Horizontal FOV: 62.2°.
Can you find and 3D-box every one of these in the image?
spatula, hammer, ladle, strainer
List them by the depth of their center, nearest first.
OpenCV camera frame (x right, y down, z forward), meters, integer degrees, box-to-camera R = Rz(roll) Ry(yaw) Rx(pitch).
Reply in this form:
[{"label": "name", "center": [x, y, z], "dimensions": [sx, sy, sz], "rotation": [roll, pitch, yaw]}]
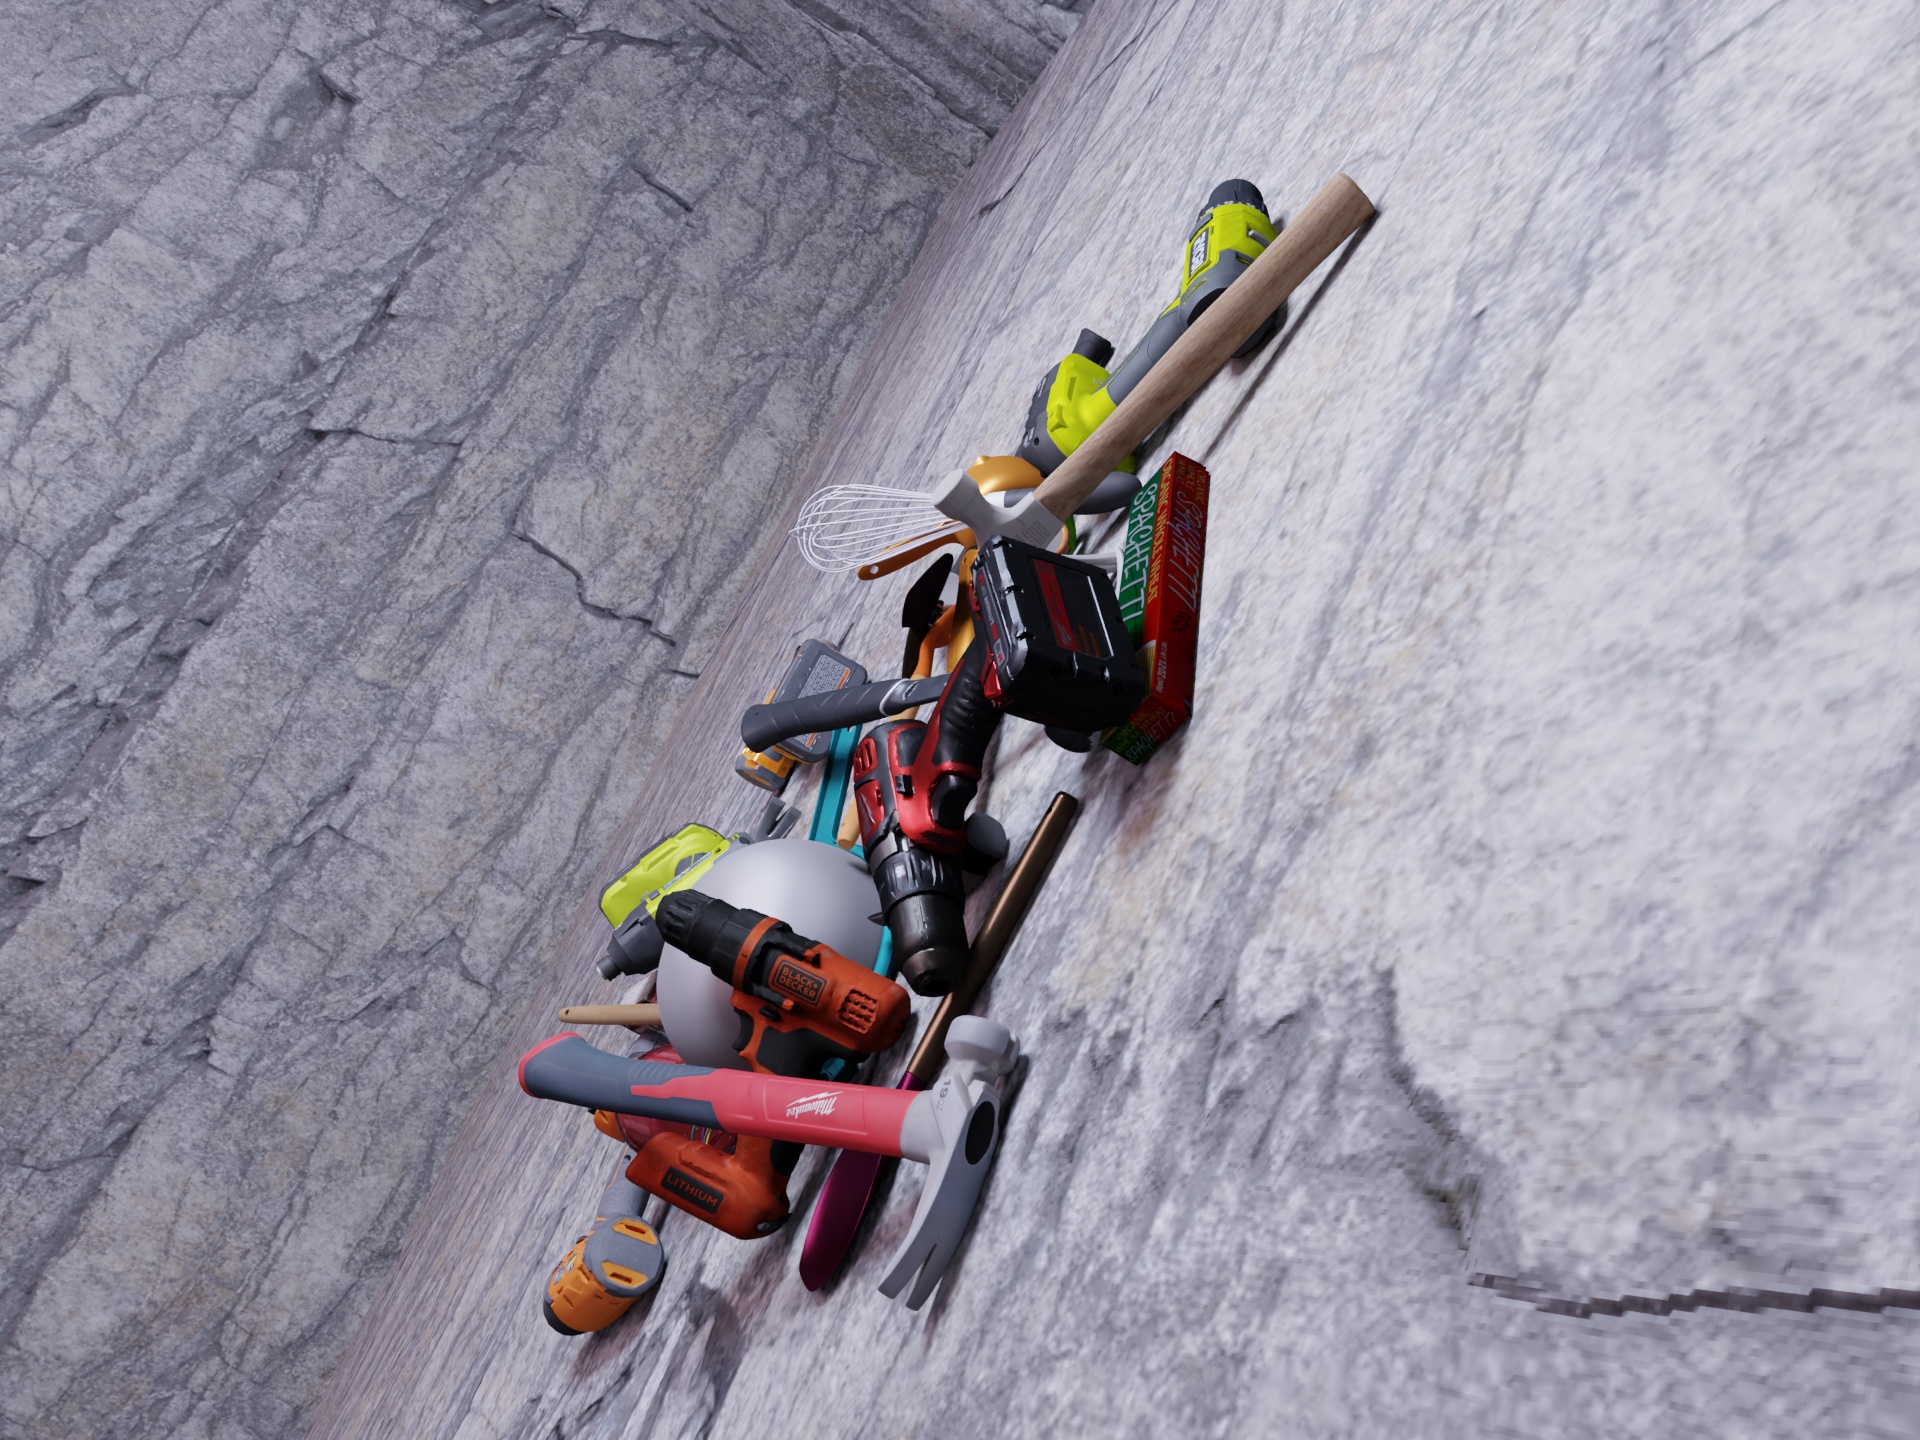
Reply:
[{"label": "hammer", "center": [-0.139, 0.231, 0.906], "dimensions": [0.386, 0.038, 0.143], "rotation": [-6, 52, 42]}, {"label": "hammer", "center": [0.139, -0.219, 1.042], "dimensions": [0.331, 0.130, 0.031], "rotation": [-45, 23, 15]}, {"label": "hammer", "center": [-0.030, -0.024, 1.119], "dimensions": [0.409, 0.036, 0.149], "rotation": [-11, 44, 48]}, {"label": "hammer", "center": [-0.002, -0.004, 1.147], "dimensions": [0.127, 0.034, 0.337], "rotation": [-45, 26, 40]}, {"label": "strainer", "center": [-0.137, 0.109, 1.158], "dimensions": [0.211, 0.095, 0.341], "rotation": [-18, 48, 40]}, {"label": "spatula", "center": [-0.030, -0.012, 1.231], "dimensions": [0.081, 0.041, 0.323], "rotation": [-58, 7, 43]}, {"label": "ladle", "center": [-0.236, 0.233, 1.288], "dimensions": [0.320, 0.062, 0.078], "rotation": [-10, 52, 40]}, {"label": "spatula", "center": [-0.034, -0.072, 1.313], "dimensions": [0.060, 0.018, 0.315], "rotation": [-48, -6, -14]}, {"label": "hammer", "center": [0.049, -0.214, 1.417], "dimensions": [0.335, 0.035, 0.146], "rotation": [-61, 1, -17]}, {"label": "hammer", "center": [-0.184, 0.181, 1.469], "dimensions": [0.144, 0.035, 0.406], "rotation": [-59, 14, 5]}]

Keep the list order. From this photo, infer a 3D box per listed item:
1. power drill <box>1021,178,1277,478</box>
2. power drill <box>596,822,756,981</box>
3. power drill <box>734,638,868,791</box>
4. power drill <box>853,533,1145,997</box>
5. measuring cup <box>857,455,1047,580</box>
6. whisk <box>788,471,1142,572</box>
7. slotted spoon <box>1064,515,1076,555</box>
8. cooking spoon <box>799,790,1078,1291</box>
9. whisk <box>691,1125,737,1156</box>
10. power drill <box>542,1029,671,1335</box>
[{"label": "power drill", "center": [0.147, -0.284, 1.173], "dimensions": [0.228, 0.080, 0.191], "rotation": [-44, 22, 39]}, {"label": "power drill", "center": [-0.263, 0.165, 1.457], "dimensions": [0.171, 0.080, 0.223], "rotation": [-37, 10, -12]}, {"label": "power drill", "center": [-0.169, -0.024, 1.737], "dimensions": [0.185, 0.084, 0.226], "rotation": [-63, 10, -17]}, {"label": "power drill", "center": [0.010, 0.029, 0.907], "dimensions": [0.226, 0.080, 0.188], "rotation": [-55, 32, 36]}, {"label": "measuring cup", "center": [0.001, -0.145, 1.272], "dimensions": [0.173, 0.095, 0.052], "rotation": [-26, 29, -5]}, {"label": "whisk", "center": [-0.001, -0.155, 1.191], "dimensions": [0.284, 0.070, 0.070], "rotation": [-5, 45, 24]}, {"label": "slotted spoon", "center": [0.009, -0.033, 1.252], "dimensions": [0.313, 0.031, 0.070], "rotation": [-58, 14, 17]}, {"label": "cooking spoon", "center": [-0.012, 0.183, 0.920], "dimensions": [0.319, 0.017, 0.069], "rotation": [-62, 19, -3]}, {"label": "whisk", "center": [-0.119, 0.226, 1.154], "dimensions": [0.245, 0.051, 0.047], "rotation": [-56, 9, 5]}, {"label": "power drill", "center": [-0.281, 0.389, 1.313], "dimensions": [0.164, 0.084, 0.227], "rotation": [-48, 22, 41]}]
